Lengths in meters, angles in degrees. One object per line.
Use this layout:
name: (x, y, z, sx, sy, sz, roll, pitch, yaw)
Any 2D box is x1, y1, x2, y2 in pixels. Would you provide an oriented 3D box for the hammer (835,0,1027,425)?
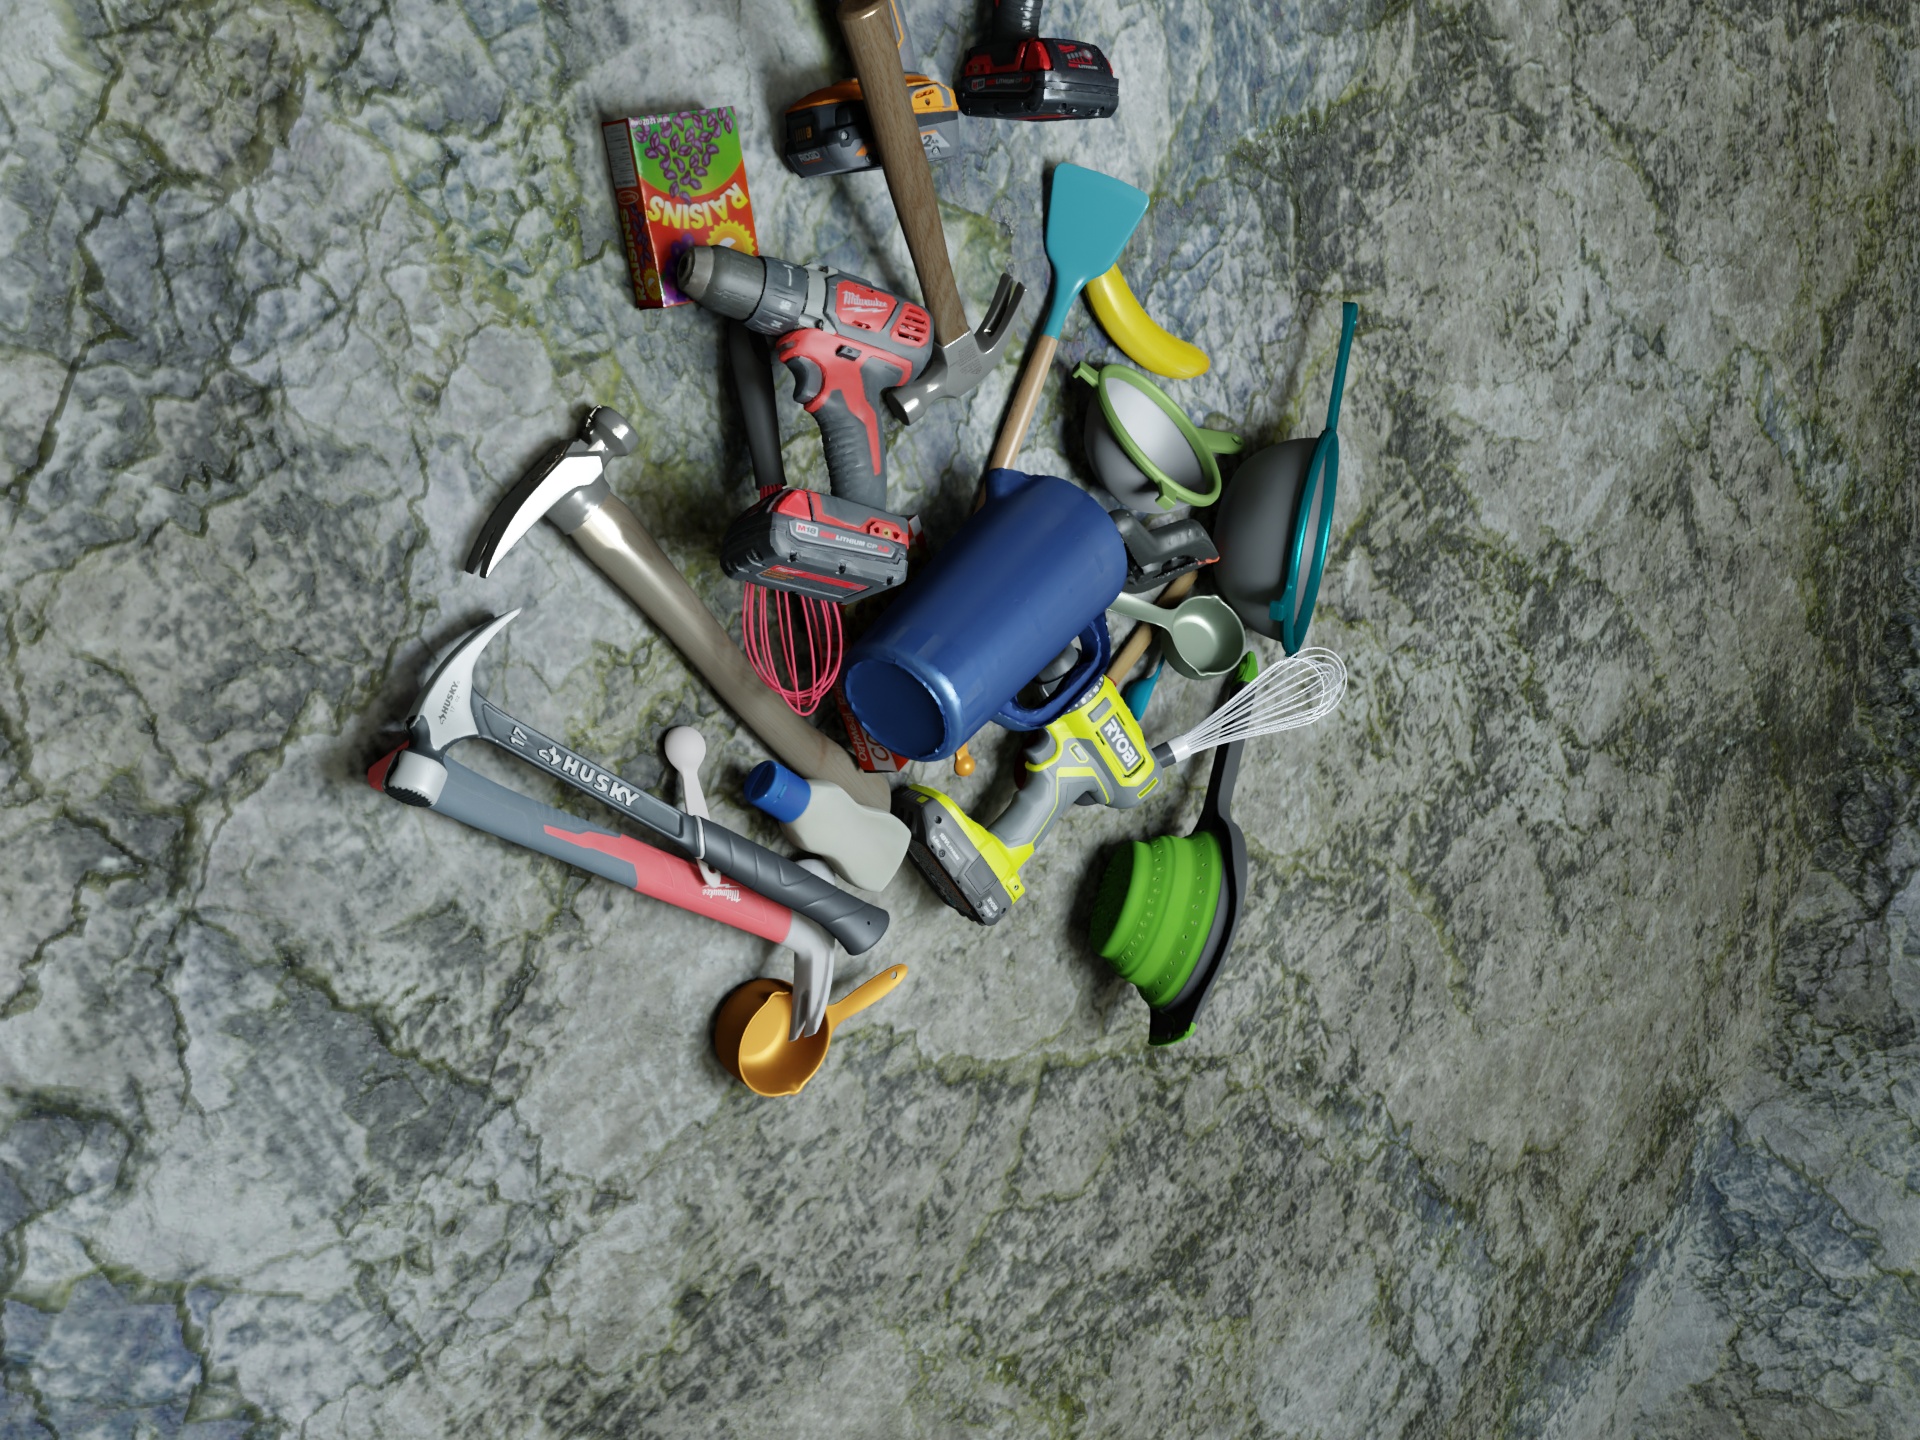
hammer: (-0.028, -0.364, 1.139, 0.130, 0.031, 0.331, -37, 145, -13)

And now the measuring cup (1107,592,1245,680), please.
measuring cup: (0.179, -0.088, 1.460, 0.167, 0.038, 0.083, 19, 69, -12)

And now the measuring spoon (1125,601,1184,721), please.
measuring spoon: (0.182, -0.060, 1.503, 0.042, 0.021, 0.129, 80, 32, -70)

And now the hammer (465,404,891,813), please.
hammer: (-0.182, -0.035, 1.181, 0.146, 0.038, 0.410, -52, 129, -16)

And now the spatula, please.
spatula: (0.064, -0.295, 1.318, 0.082, 0.044, 0.317, 20, 91, -3)

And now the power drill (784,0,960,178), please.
power drill: (-0.087, -0.504, 1.113, 0.164, 0.084, 0.226, -20, 110, -33)

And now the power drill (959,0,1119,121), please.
power drill: (0.065, -0.566, 1.184, 0.078, 0.143, 0.219, -11, 111, -36)

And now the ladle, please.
ladle: (0.152, -0.054, 1.473, 0.315, 0.031, 0.069, -52, 128, -20)

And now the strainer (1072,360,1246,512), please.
strainer: (0.181, -0.237, 1.425, 0.256, 0.069, 0.151, -11, 66, -56)

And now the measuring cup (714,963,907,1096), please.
measuring cup: (-0.122, 0.235, 1.295, 0.173, 0.052, 0.095, -27, 118, -35)

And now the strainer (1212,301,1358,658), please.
strainer: (0.302, -0.235, 1.500, 0.211, 0.095, 0.340, 29, 72, -72)

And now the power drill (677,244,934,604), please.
power drill: (-0.111, -0.208, 1.088, 0.187, 0.080, 0.227, 11, 76, -33)

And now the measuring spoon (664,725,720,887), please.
measuring spoon: (-0.191, 0.062, 1.175, 0.034, 0.018, 0.124, -3, 76, -50)

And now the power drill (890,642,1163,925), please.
power drill: (0.051, 0.043, 1.356, 0.228, 0.080, 0.190, -43, 117, -17)

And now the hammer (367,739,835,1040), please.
hammer: (-0.242, 0.114, 1.137, 0.386, 0.038, 0.143, 28, 51, -38)

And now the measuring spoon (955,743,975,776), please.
measuring spoon: (-0.002, -0.004, 1.360, 0.021, 0.011, 0.116, -26, 117, -34)

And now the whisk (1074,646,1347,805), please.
whisk: (0.232, 0.013, 1.479, 0.284, 0.070, 0.070, -26, 121, -3)

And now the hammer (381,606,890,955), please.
hammer: (-0.203, 0.070, 1.133, 0.408, 0.036, 0.149, 34, 58, -35)

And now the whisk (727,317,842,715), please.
whisk: (-0.134, -0.150, 1.149, 0.073, 0.073, 0.296, -10, 92, -39)

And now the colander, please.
colander: (0.203, 0.103, 1.510, 0.094, 0.204, 0.397, 19, 70, -9)
